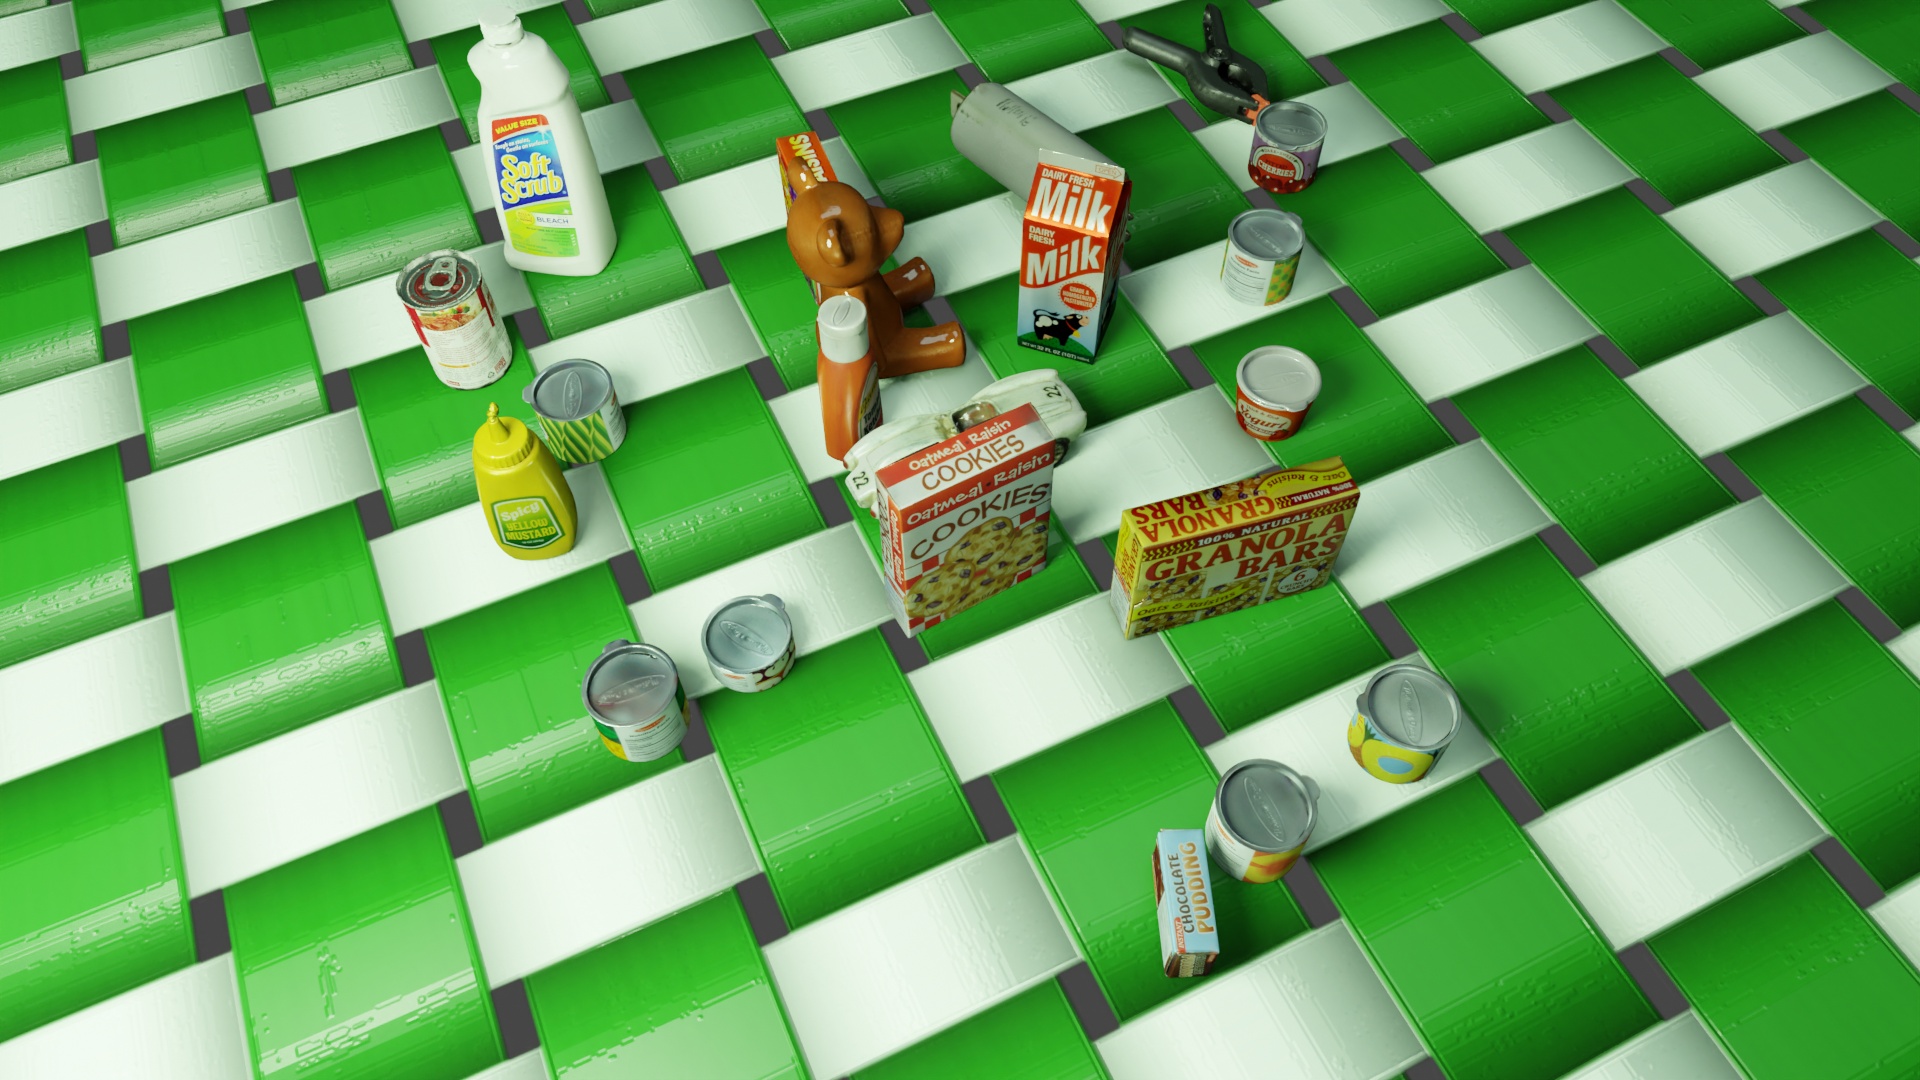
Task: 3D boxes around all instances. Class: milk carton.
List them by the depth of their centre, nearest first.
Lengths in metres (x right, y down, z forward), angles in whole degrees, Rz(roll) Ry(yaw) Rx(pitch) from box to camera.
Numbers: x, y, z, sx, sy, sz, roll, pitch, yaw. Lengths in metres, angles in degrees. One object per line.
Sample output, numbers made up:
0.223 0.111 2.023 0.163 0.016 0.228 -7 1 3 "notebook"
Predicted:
0.093 -0.240 1.143 0.072 0.189 0.074 16 57 11 "milk carton"

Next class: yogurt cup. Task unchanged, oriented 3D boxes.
0.257 -0.118 1.139 0.072 0.053 0.073 0 55 0 "yogurt cup"

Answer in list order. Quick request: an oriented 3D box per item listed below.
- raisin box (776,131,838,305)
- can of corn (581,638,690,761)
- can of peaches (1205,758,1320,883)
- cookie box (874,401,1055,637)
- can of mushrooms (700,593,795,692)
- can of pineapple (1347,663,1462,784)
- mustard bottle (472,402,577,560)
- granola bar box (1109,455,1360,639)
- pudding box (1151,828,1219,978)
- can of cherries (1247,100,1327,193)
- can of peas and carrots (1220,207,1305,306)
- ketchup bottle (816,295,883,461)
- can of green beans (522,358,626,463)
-0.127 -0.280 1.213 0.040 0.122 0.086 -16 57 -10 "raisin box"
-0.228 0.113 0.979 0.071 0.058 0.071 0 55 0 "can of corn"
0.201 0.187 0.925 0.071 0.057 0.071 0 55 0 "can of peaches"
0.004 -0.013 0.999 0.123 0.166 0.040 -26 59 -16 "cookie box"
-0.154 0.074 1.020 0.071 0.033 0.071 0 55 0 "can of mushrooms"
0.305 0.128 0.965 0.071 0.057 0.071 0 55 0 "can of pineapple"
-0.328 -0.046 1.028 0.065 0.159 0.049 -9 56 -6 "mustard bottle"
0.196 0.007 1.010 0.166 0.123 0.039 -14 56 -9 "granola bar box"
0.144 0.233 0.897 0.030 0.049 0.084 -2 55 -1 "pudding box"
0.307 -0.369 1.312 0.071 0.058 0.072 0 55 0 "can of cherries"
0.268 -0.252 1.230 0.071 0.058 0.071 0 55 0 "can of peas and carrots"
-0.088 -0.128 1.091 0.043 0.148 0.065 15 57 10 "ketchup bottle"
-0.311 -0.105 1.132 0.071 0.057 0.071 0 55 0 "can of green beans"
